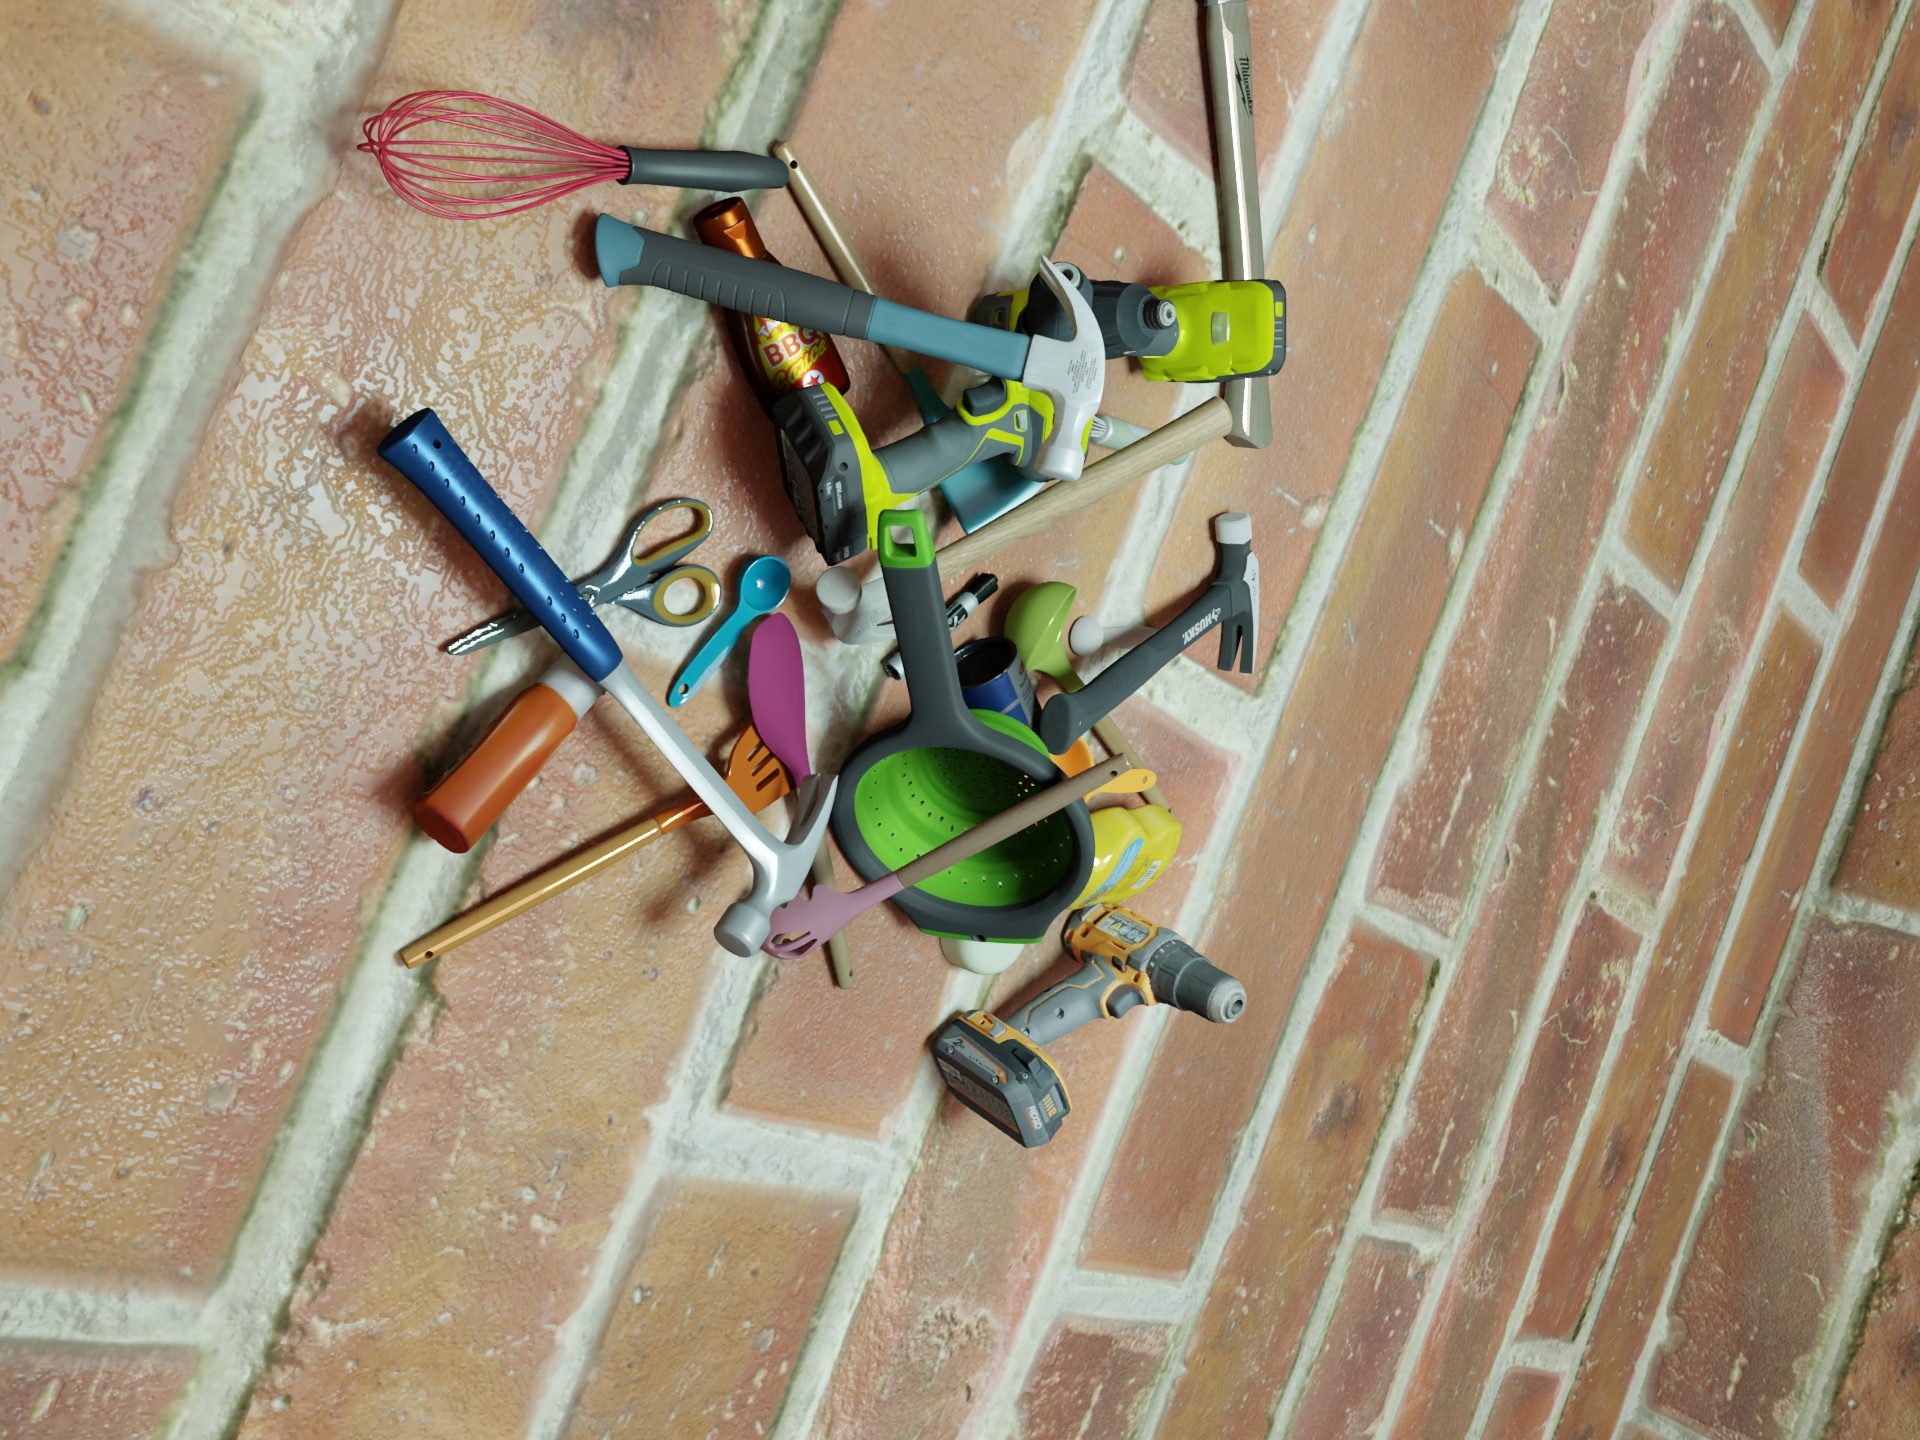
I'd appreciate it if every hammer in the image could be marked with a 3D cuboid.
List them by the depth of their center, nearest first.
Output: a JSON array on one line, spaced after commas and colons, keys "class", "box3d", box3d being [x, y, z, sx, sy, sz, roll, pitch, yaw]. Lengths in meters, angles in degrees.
[{"class": "hammer", "box3d": [-0.069, -0.253, 0.993, 0.331, 0.033, 0.128, 15, 89, -1]}, {"class": "hammer", "box3d": [-0.215, -0.030, 1.014, 0.405, 0.035, 0.144, 55, 49, -31]}, {"class": "hammer", "box3d": [0.050, -0.146, 1.161, 0.331, 0.031, 0.130, -29, 166, -4]}, {"class": "hammer", "box3d": [0.168, -0.054, 1.350, 0.335, 0.035, 0.146, -36, 126, -45]}, {"class": "hammer", "box3d": [0.246, -0.439, 1.359, 0.146, 0.038, 0.410, -25, 118, -36]}]

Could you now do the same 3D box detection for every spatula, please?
[{"class": "spatula", "box3d": [-0.234, 0.081, 1.091, 0.322, 0.041, 0.081, -29, 123, -28]}, {"class": "spatula", "box3d": [-0.042, -0.274, 1.145, 0.082, 0.044, 0.317, -40, 125, -8]}]

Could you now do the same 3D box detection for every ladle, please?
[{"class": "ladle", "box3d": [0.126, -0.002, 1.362, 0.078, 0.062, 0.319, -56, 133, -19]}]

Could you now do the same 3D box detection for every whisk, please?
[{"class": "whisk", "box3d": [-0.221, -0.337, 0.962, 0.295, 0.073, 0.073, -15, 111, -44]}, {"class": "whisk", "box3d": [0.109, -0.239, 1.288, 0.246, 0.058, 0.059, 5, 133, -46]}]

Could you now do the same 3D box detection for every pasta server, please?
[{"class": "pasta server", "box3d": [-0.020, 0.096, 1.143, 0.316, 0.040, 0.060, -28, 128, 12]}]

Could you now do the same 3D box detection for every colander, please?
[{"class": "colander", "box3d": [-0.002, -0.004, 1.169, 0.095, 0.204, 0.396, -69, 156, -47]}]

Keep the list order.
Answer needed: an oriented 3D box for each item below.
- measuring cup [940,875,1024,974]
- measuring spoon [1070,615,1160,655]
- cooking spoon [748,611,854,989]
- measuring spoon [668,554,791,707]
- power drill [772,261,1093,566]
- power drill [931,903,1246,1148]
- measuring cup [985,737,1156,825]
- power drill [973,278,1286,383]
[{"class": "measuring cup", "box3d": [0.051, 0.143, 1.344, 0.167, 0.038, 0.083, -51, 129, -16]}, {"class": "measuring spoon", "box3d": [0.144, -0.071, 1.382, 0.124, 0.018, 0.034, -1, 102, -42]}, {"class": "cooking spoon", "box3d": [-0.112, 0.069, 1.185, 0.069, 0.017, 0.318, -46, 135, -50]}, {"class": "measuring spoon", "box3d": [-0.168, -0.064, 1.116, 0.128, 0.021, 0.042, -53, 136, -5]}, {"class": "power drill", "box3d": [-0.007, -0.210, 1.085, 0.228, 0.080, 0.190, -25, 156, -12]}, {"class": "power drill", "box3d": [0.112, 0.254, 1.335, 0.226, 0.185, 0.084, -37, 125, -25]}, {"class": "measuring cup", "box3d": [0.093, 0.046, 1.349, 0.173, 0.052, 0.095, 1, 101, -43]}, {"class": "power drill", "box3d": [0.145, -0.301, 1.218, 0.223, 0.171, 0.080, -11, 103, -43]}]
